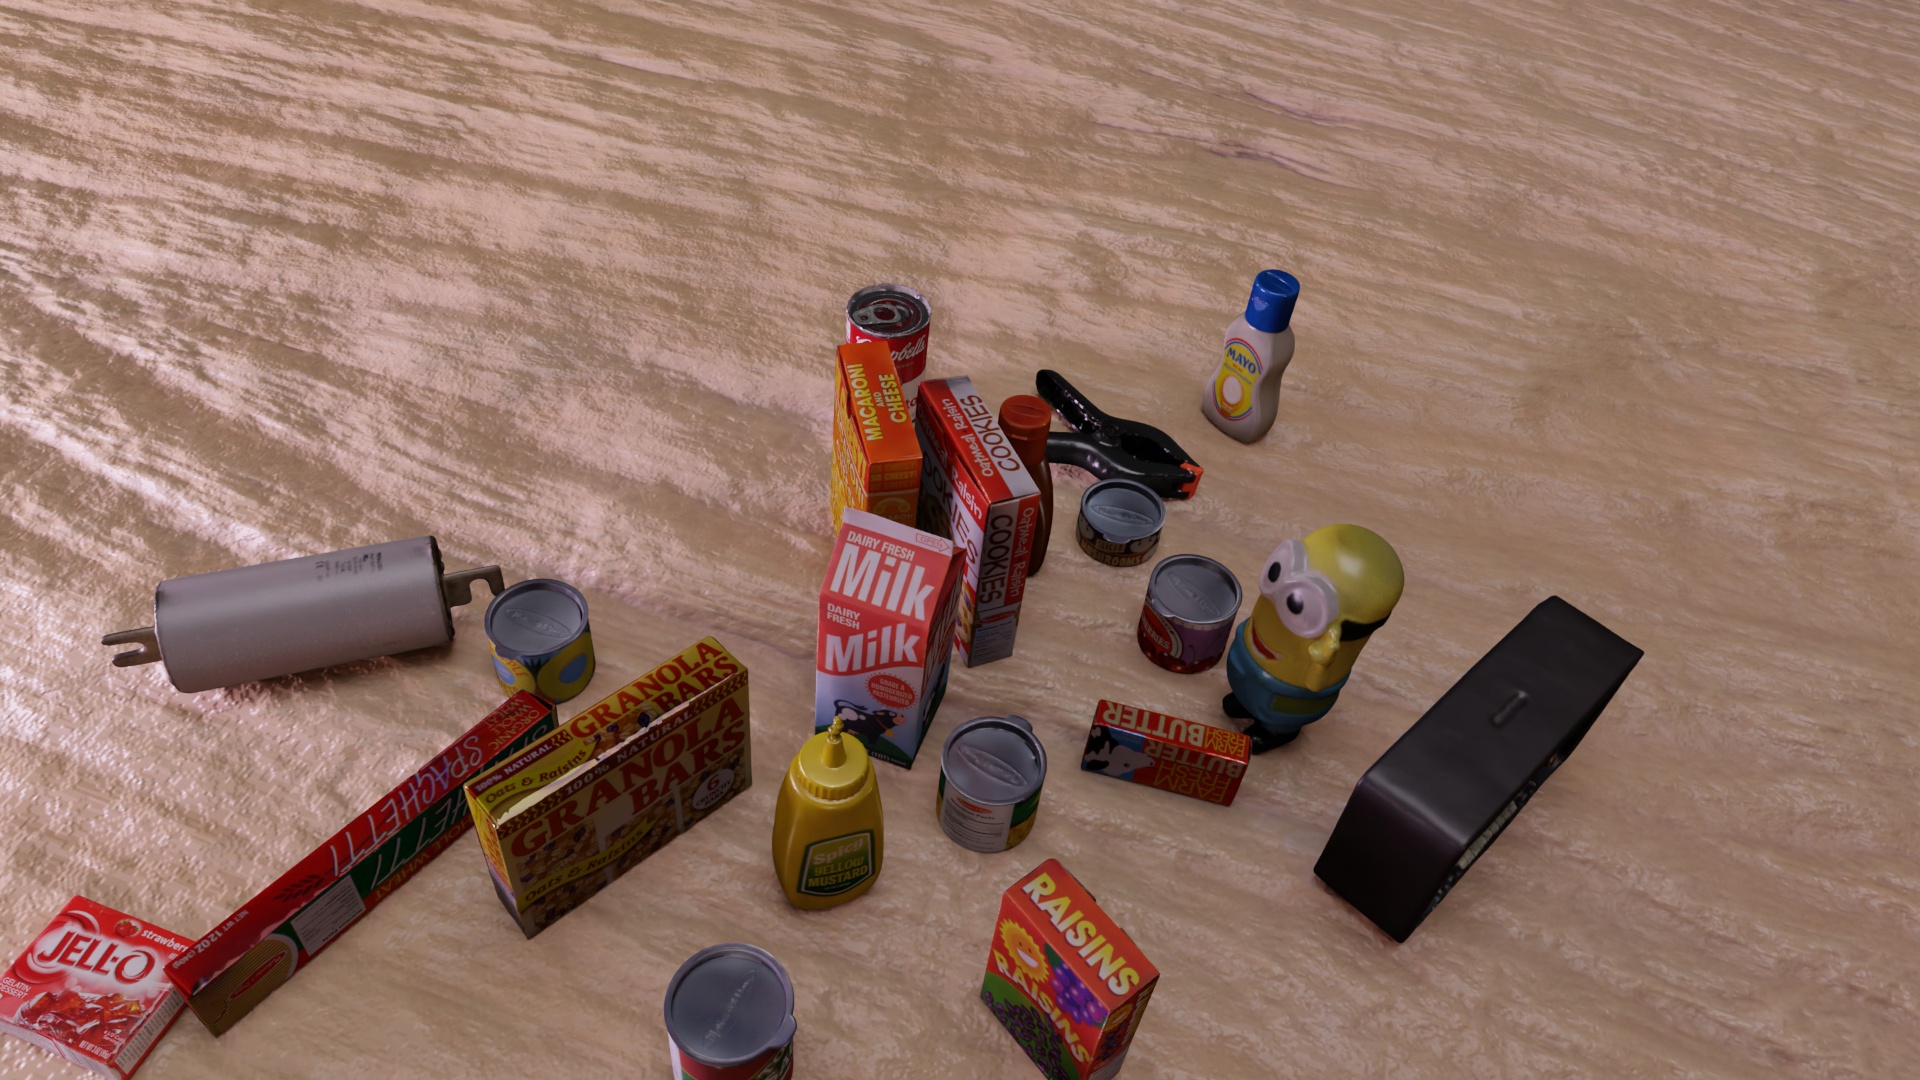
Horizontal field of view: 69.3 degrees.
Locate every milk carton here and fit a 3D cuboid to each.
[{"bbox_3d":[-0.045,0.055,0.879,0.072,0.189,0.074,17,47,9],"label":"milk carton"}]

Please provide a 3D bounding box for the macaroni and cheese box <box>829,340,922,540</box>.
[{"bbox_3d":[-0.063,-0.038,0.982,0.040,0.165,0.124,-6,48,-13],"label":"macaroni and cheese box"}]

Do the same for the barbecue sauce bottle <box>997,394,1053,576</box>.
[{"bbox_3d":[0.039,-0.038,1.007,0.065,0.147,0.044,14,46,6],"label":"barbecue sauce bottle"}]

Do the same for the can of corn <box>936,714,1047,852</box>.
[{"bbox_3d":[0.020,0.154,0.883,0.071,0.058,0.071,4,46,-4],"label":"can of corn"}]

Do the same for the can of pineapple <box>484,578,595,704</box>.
[{"bbox_3d":[-0.281,0.069,0.928,0.071,0.057,0.071,4,46,-4],"label":"can of pineapple"}]

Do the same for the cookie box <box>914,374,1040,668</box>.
[{"bbox_3d":[0.003,-0.012,0.965,0.040,0.166,0.123,-14,50,-19],"label":"cookie box"}]

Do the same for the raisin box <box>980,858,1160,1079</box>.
[{"bbox_3d":[0.057,0.242,0.758,0.040,0.122,0.086,-27,55,-28],"label":"raisin box"}]

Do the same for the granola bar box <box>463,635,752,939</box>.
[{"bbox_3d":[-0.201,0.144,0.821,0.166,0.123,0.039,-33,58,-32],"label":"granola bar box"}]

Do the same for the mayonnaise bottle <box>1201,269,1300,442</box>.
[{"bbox_3d":[0.242,-0.153,1.142,0.041,0.147,0.065,-28,56,-29],"label":"mayonnaise bottle"}]

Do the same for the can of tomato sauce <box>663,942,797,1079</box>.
[{"bbox_3d":[-0.120,0.266,0.742,0.071,0.082,0.071,3,46,-4],"label":"can of tomato sauce"}]

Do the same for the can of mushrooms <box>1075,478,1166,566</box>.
[{"bbox_3d":[0.123,-0.012,1.072,0.071,0.033,0.071,4,46,-4],"label":"can of mushrooms"}]

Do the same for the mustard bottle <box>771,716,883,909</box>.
[{"bbox_3d":[-0.076,0.154,0.801,0.065,0.159,0.049,-11,49,-17],"label":"mustard bottle"}]

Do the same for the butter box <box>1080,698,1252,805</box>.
[{"bbox_3d":[0.135,0.140,0.914,0.103,0.052,0.024,13,46,6],"label":"butter box"}]

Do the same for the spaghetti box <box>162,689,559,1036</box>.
[{"bbox_3d":[-0.340,0.182,0.819,0.029,0.049,0.251,31,50,21],"label":"spaghetti box"}]

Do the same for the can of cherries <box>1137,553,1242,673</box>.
[{"bbox_3d":[0.161,0.053,0.997,0.071,0.058,0.072,4,46,-4],"label":"can of cherries"}]
